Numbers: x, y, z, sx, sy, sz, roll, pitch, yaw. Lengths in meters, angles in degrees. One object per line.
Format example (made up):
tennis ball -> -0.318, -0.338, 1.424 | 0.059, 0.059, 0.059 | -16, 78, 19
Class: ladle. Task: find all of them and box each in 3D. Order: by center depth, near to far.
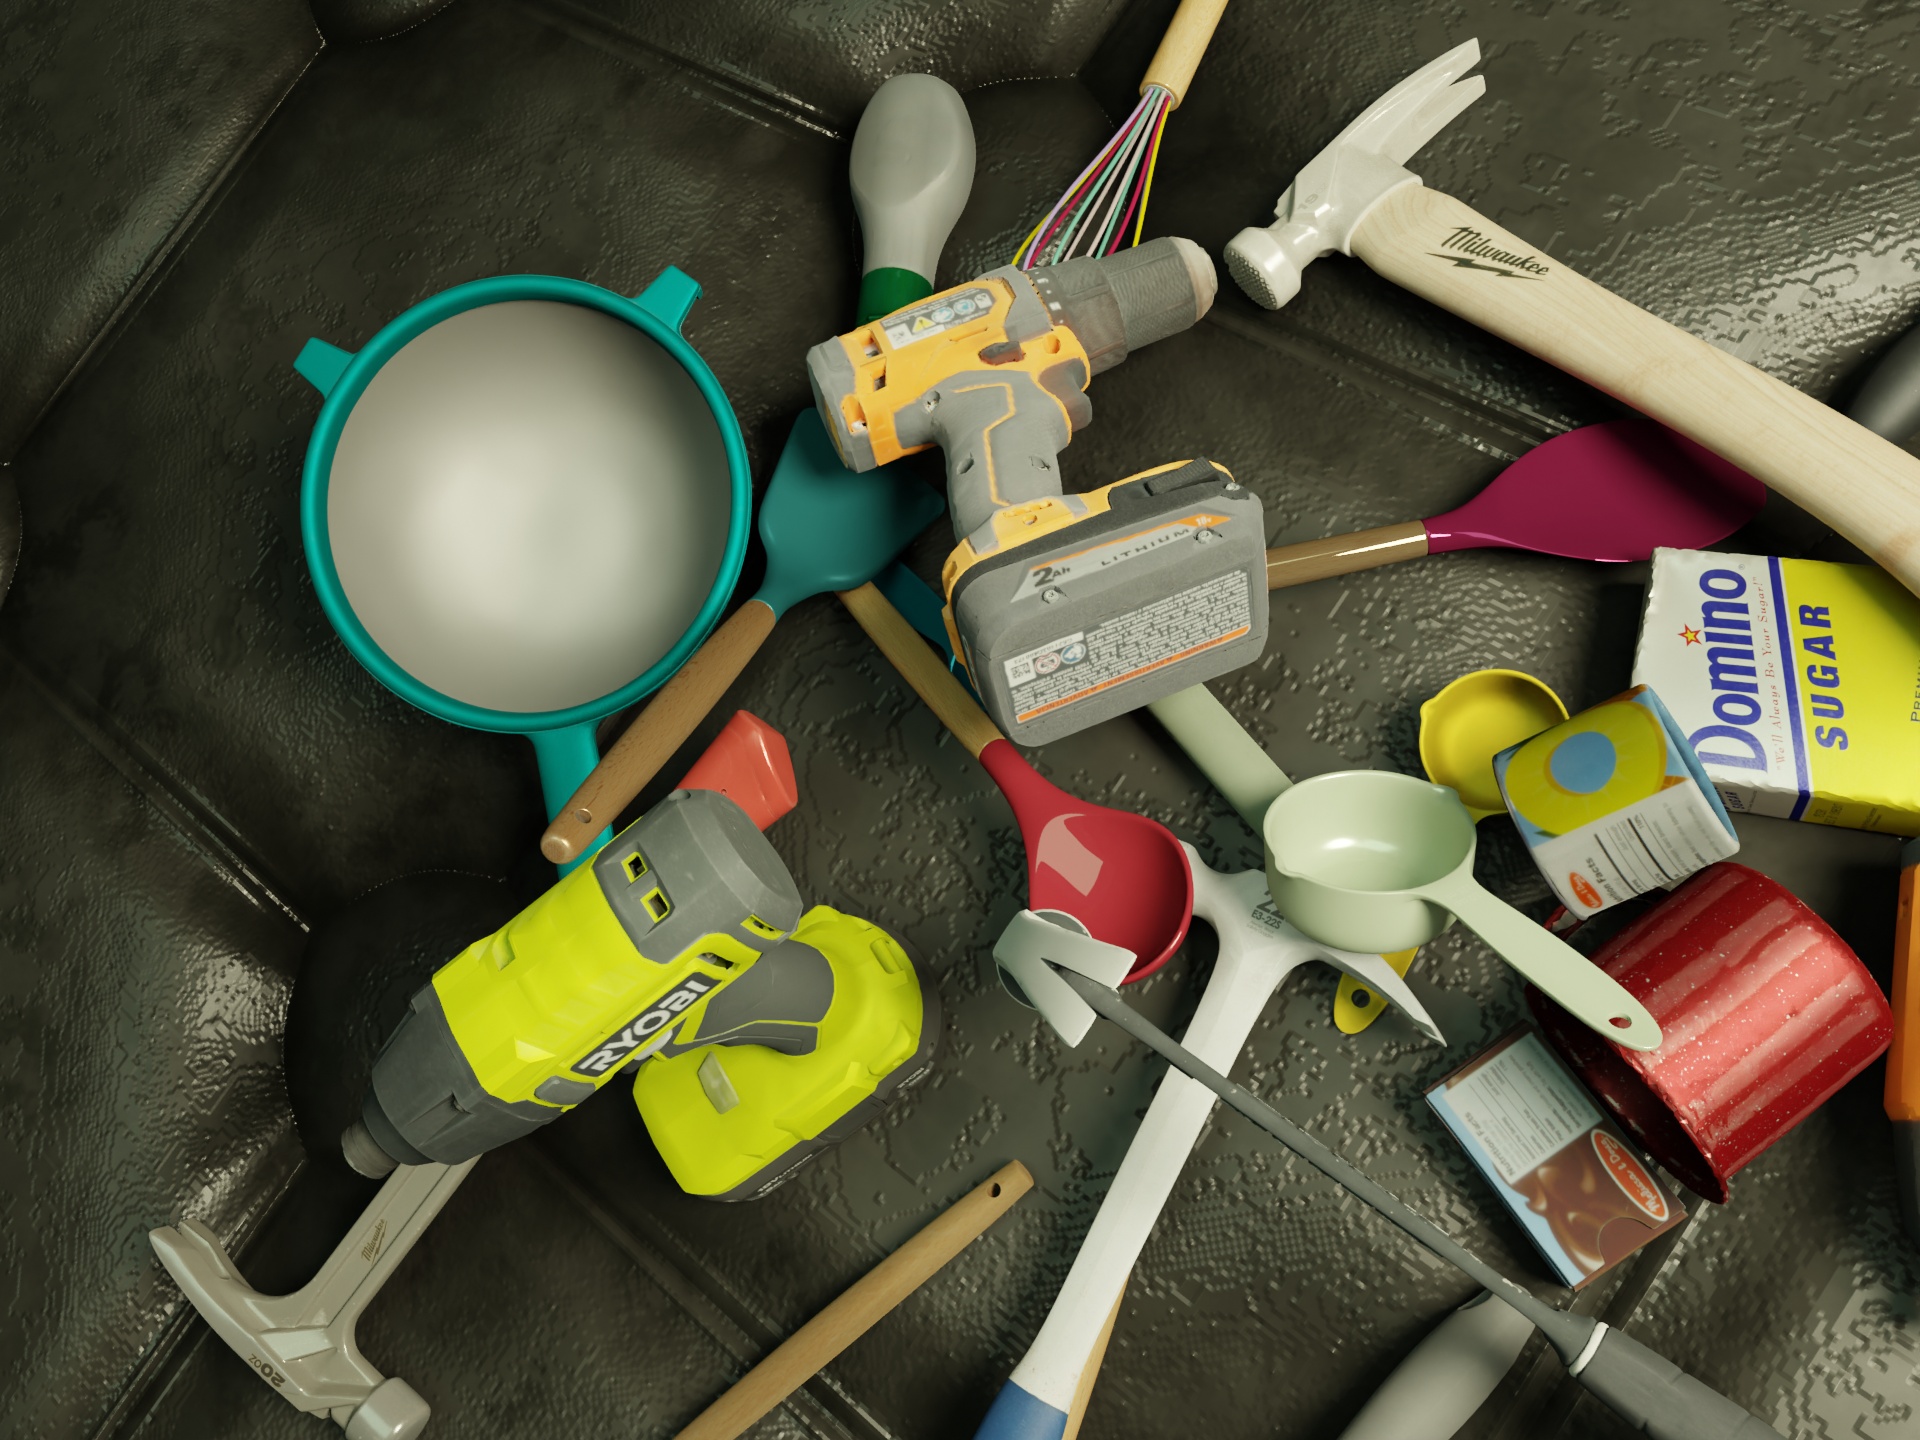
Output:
ladle -> -0.100, 0.280, 0.636 | 0.320, 0.062, 0.078 | -40, 60, 1
ladle -> -0.001, -0.002, 0.690 | 0.069, 0.031, 0.316 | -42, 53, 3

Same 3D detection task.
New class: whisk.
whisk -> 0.115, 0.281, 0.546 | 0.239, 0.055, 0.055 | -41, 63, -11
whisk -> 0.438, -0.212, 0.612 | 0.070, 0.070, 0.284 | 42, 94, 27
whisk -> 0.080, -0.024, 0.684 | 0.246, 0.059, 0.057 | 51, 130, 23
whisk -> 0.085, -0.288, 0.773 | 0.047, 0.051, 0.245 | 18, 76, 30

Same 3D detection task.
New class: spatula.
spatula -> -0.087, -0.040, 0.642 | 0.082, 0.318, 0.044 | 35, 122, -5

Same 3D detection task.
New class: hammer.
hammer -> 0.181, 0.183, 0.491 | 0.409, 0.149, 0.036 | 35, 85, 6
hammer -> 0.038, 0.241, 0.585 | 0.144, 0.035, 0.405 | 21, 77, 34
hammer -> 0.286, -0.136, 0.614 | 0.146, 0.038, 0.411 | -43, 54, 0
hammer -> -0.200, 0.140, 0.702 | 0.149, 0.036, 0.359 | 38, 92, 12

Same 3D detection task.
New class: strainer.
strainer -> -0.186, -0.036, 0.768 | 0.211, 0.095, 0.340 | -10, 89, 4

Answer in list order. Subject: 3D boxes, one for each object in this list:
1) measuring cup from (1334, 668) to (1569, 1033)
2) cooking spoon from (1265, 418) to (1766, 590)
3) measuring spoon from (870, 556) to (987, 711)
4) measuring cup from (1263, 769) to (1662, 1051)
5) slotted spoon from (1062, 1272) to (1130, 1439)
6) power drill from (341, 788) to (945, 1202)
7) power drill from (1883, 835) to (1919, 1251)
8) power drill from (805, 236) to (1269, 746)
measuring cup -> 0.190, 0.054, 0.629 | 0.062, 0.029, 0.156 | 29, 95, 26
cooking spoon -> 0.164, -0.070, 0.653 | 0.319, 0.017, 0.069 | -11, 61, 4
measuring spoon -> -0.008, -0.046, 0.740 | 0.129, 0.021, 0.042 | 42, 99, 36
measuring cup -> 0.173, 0.075, 0.558 | 0.083, 0.038, 0.168 | -21, 37, -22
slotted spoon -> 0.009, 0.339, 0.591 | 0.070, 0.031, 0.314 | 15, 76, 27
power drill -> -0.107, 0.119, 0.599 | 0.171, 0.223, 0.080 | -38, 63, 4
power drill -> 0.413, 0.128, 0.487 | 0.226, 0.084, 0.164 | 6, 75, 26
power drill -> 0.050, -0.113, 0.652 | 0.185, 0.084, 0.226 | -21, 49, -4
